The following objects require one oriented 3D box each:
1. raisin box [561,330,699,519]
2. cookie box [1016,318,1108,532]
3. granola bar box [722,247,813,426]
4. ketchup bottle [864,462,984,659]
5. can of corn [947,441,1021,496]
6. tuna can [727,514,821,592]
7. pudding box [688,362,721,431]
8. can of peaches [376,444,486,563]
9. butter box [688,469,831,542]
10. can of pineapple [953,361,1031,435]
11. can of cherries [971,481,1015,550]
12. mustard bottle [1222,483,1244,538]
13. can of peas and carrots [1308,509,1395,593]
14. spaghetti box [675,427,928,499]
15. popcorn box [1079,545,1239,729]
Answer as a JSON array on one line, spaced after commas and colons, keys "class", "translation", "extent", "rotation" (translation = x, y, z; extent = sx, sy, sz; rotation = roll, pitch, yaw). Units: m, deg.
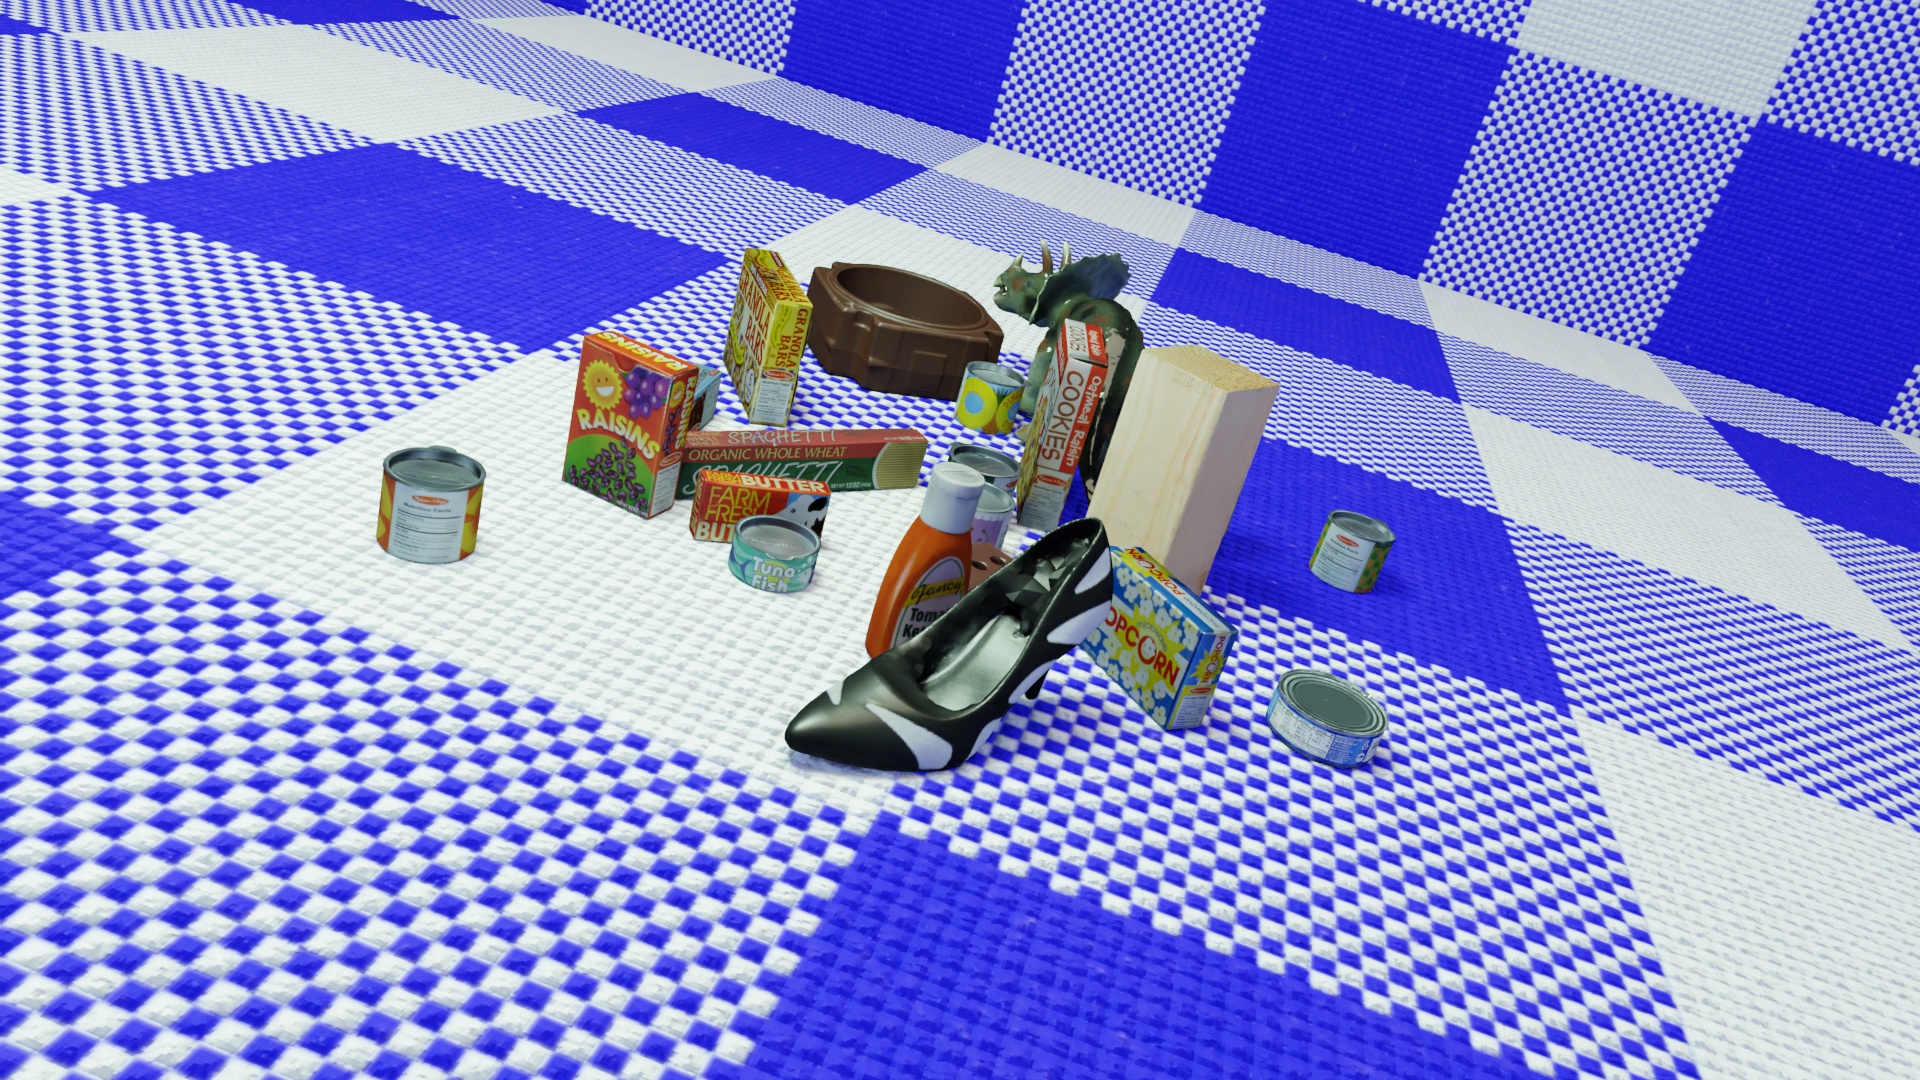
[{"class": "raisin box", "translation": [-0.258, -0.090, 1.078], "extent": [0.086, 0.122, 0.040], "rotation": [24, 25, 16]}, {"class": "cookie box", "translation": [0.093, -0.107, 1.281], "extent": [0.040, 0.166, 0.123], "rotation": [15, 24, -4]}, {"class": "granola bar box", "translation": [-0.189, -0.201, 1.354], "extent": [0.039, 0.123, 0.166], "rotation": [6, 26, -23]}, {"class": "ketchup bottle", "translation": [-0.020, 0.019, 0.966], "extent": [0.065, 0.148, 0.044], "rotation": [1, 28, -32]}, {"class": "can of corn", "translation": [0.013, -0.047, 1.235], "extent": [0.071, 0.058, 0.071], "rotation": [14, 24, -6]}, {"class": "tuna can", "translation": [-0.140, 0.011, 1.047], "extent": [0.071, 0.032, 0.071], "rotation": [14, 24, -6]}, {"class": "pudding box", "translation": [-0.244, -0.124, 1.248], "extent": [0.030, 0.049, 0.084], "rotation": [18, 24, 2]}, {"class": "can of peaches", "translation": [-0.363, -0.025, 0.953], "extent": [0.071, 0.057, 0.071], "rotation": [14, 24, -6]}, {"class": "butter box", "translation": [-0.156, -0.023, 1.085], "extent": [0.103, 0.053, 0.024], "rotation": [6, 26, -22]}, {"class": "can of pineapple", "translation": [0.032, -0.149, 1.464], "extent": [0.071, 0.057, 0.071], "rotation": [14, 24, -6]}, {"class": "can of cherries", "translation": [0.004, -0.015, 1.160], "extent": [0.071, 0.058, 0.072], "rotation": [14, 24, -6]}, {"class": "mustard bottle", "translation": [0.240, -0.068, 1.300], "extent": [0.049, 0.159, 0.065], "rotation": [10, 25, -15]}, {"class": "can of peas and carrots", "translation": [0.379, 0.010, 1.343], "extent": [0.071, 0.058, 0.071], "rotation": [14, 24, -6]}, {"class": "spaghetti box", "translation": [-0.138, -0.068, 1.194], "extent": [0.251, 0.050, 0.029], "rotation": [-5, 32, -39]}, {"class": "popcorn box", "translation": [0.143, 0.070, 1.035], "extent": [0.038, 0.084, 0.127], "rotation": [0, 29, -33]}]
